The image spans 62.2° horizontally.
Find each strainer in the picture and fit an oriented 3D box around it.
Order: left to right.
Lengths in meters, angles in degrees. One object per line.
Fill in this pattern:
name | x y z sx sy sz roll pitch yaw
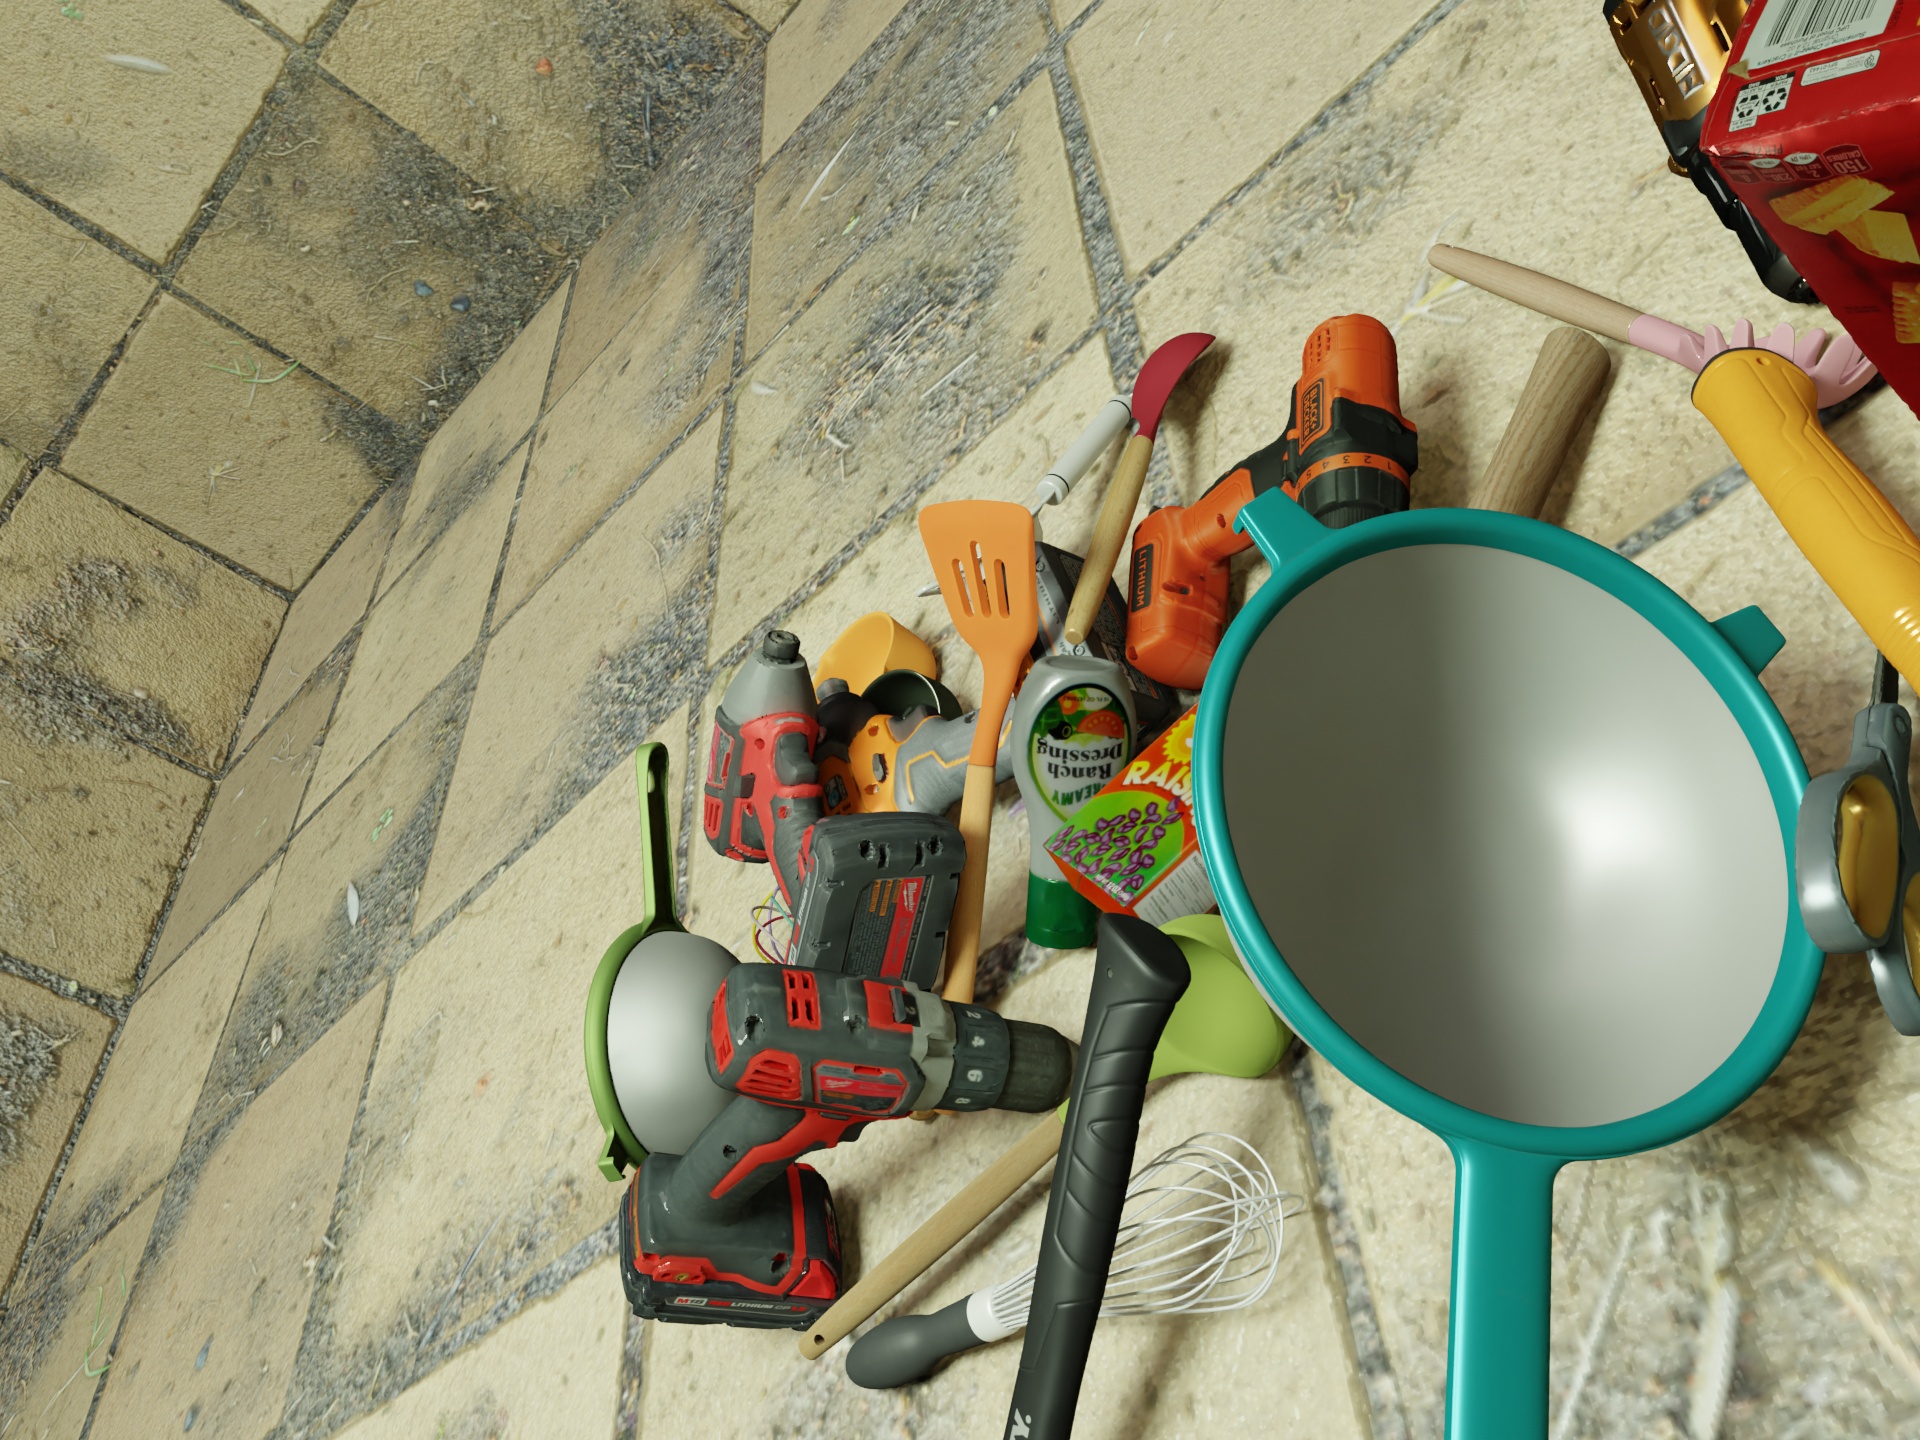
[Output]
strainer | -0.151 0.134 0.926 0.069 0.151 0.256 -11 78 22
strainer | 0.056 -0.140 1.003 0.087 0.050 0.258 -31 17 52
strainer | 0.155 0.101 0.504 0.095 0.211 0.341 118 163 -66

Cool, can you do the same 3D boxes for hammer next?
hammer | 0.035 0.242 0.628 0.146 0.035 0.335 11 90 56
hammer | 0.213 -0.046 0.692 0.031 0.130 0.331 -7 48 57
hammer | 0.306 -0.021 0.507 0.337 0.127 0.034 -94 10 -46

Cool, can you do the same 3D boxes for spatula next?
spatula | 0.002 0.047 0.838 0.081 0.041 0.322 6 91 43

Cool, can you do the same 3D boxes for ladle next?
ladle | 0.028 0.205 0.735 0.320 0.078 0.062 -45 -11 16
ladle | 0.101 -0.145 0.928 0.069 0.031 0.316 -42 17 42

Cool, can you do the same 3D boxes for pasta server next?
pasta server | 0.308 -0.199 0.754 0.316 0.060 0.040 -120 31 -60

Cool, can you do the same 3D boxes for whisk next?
whisk | -0.073 0.166 0.952 0.047 0.051 0.245 -26 32 -16
whisk | 0.037 0.253 0.703 0.284 0.070 0.070 -38 35 38

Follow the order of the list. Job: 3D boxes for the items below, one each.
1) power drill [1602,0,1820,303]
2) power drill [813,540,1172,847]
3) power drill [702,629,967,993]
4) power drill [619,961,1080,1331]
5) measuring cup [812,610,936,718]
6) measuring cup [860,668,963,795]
power drill | 0.382 -0.298 0.639 0.226 0.084 0.185 -40 55 51
power drill | -0.001 -0.003 0.931 0.226 0.084 0.164 -40 56 28
power drill | -0.083 0.052 0.881 0.220 0.078 0.143 49 132 51
power drill | -0.060 0.212 0.794 0.226 0.187 0.080 -59 29 34
measuring cup | -0.077 0.011 1.094 0.095 0.052 0.173 19 79 59
measuring cup | -0.046 0.050 1.029 0.083 0.038 0.167 21 94 40
